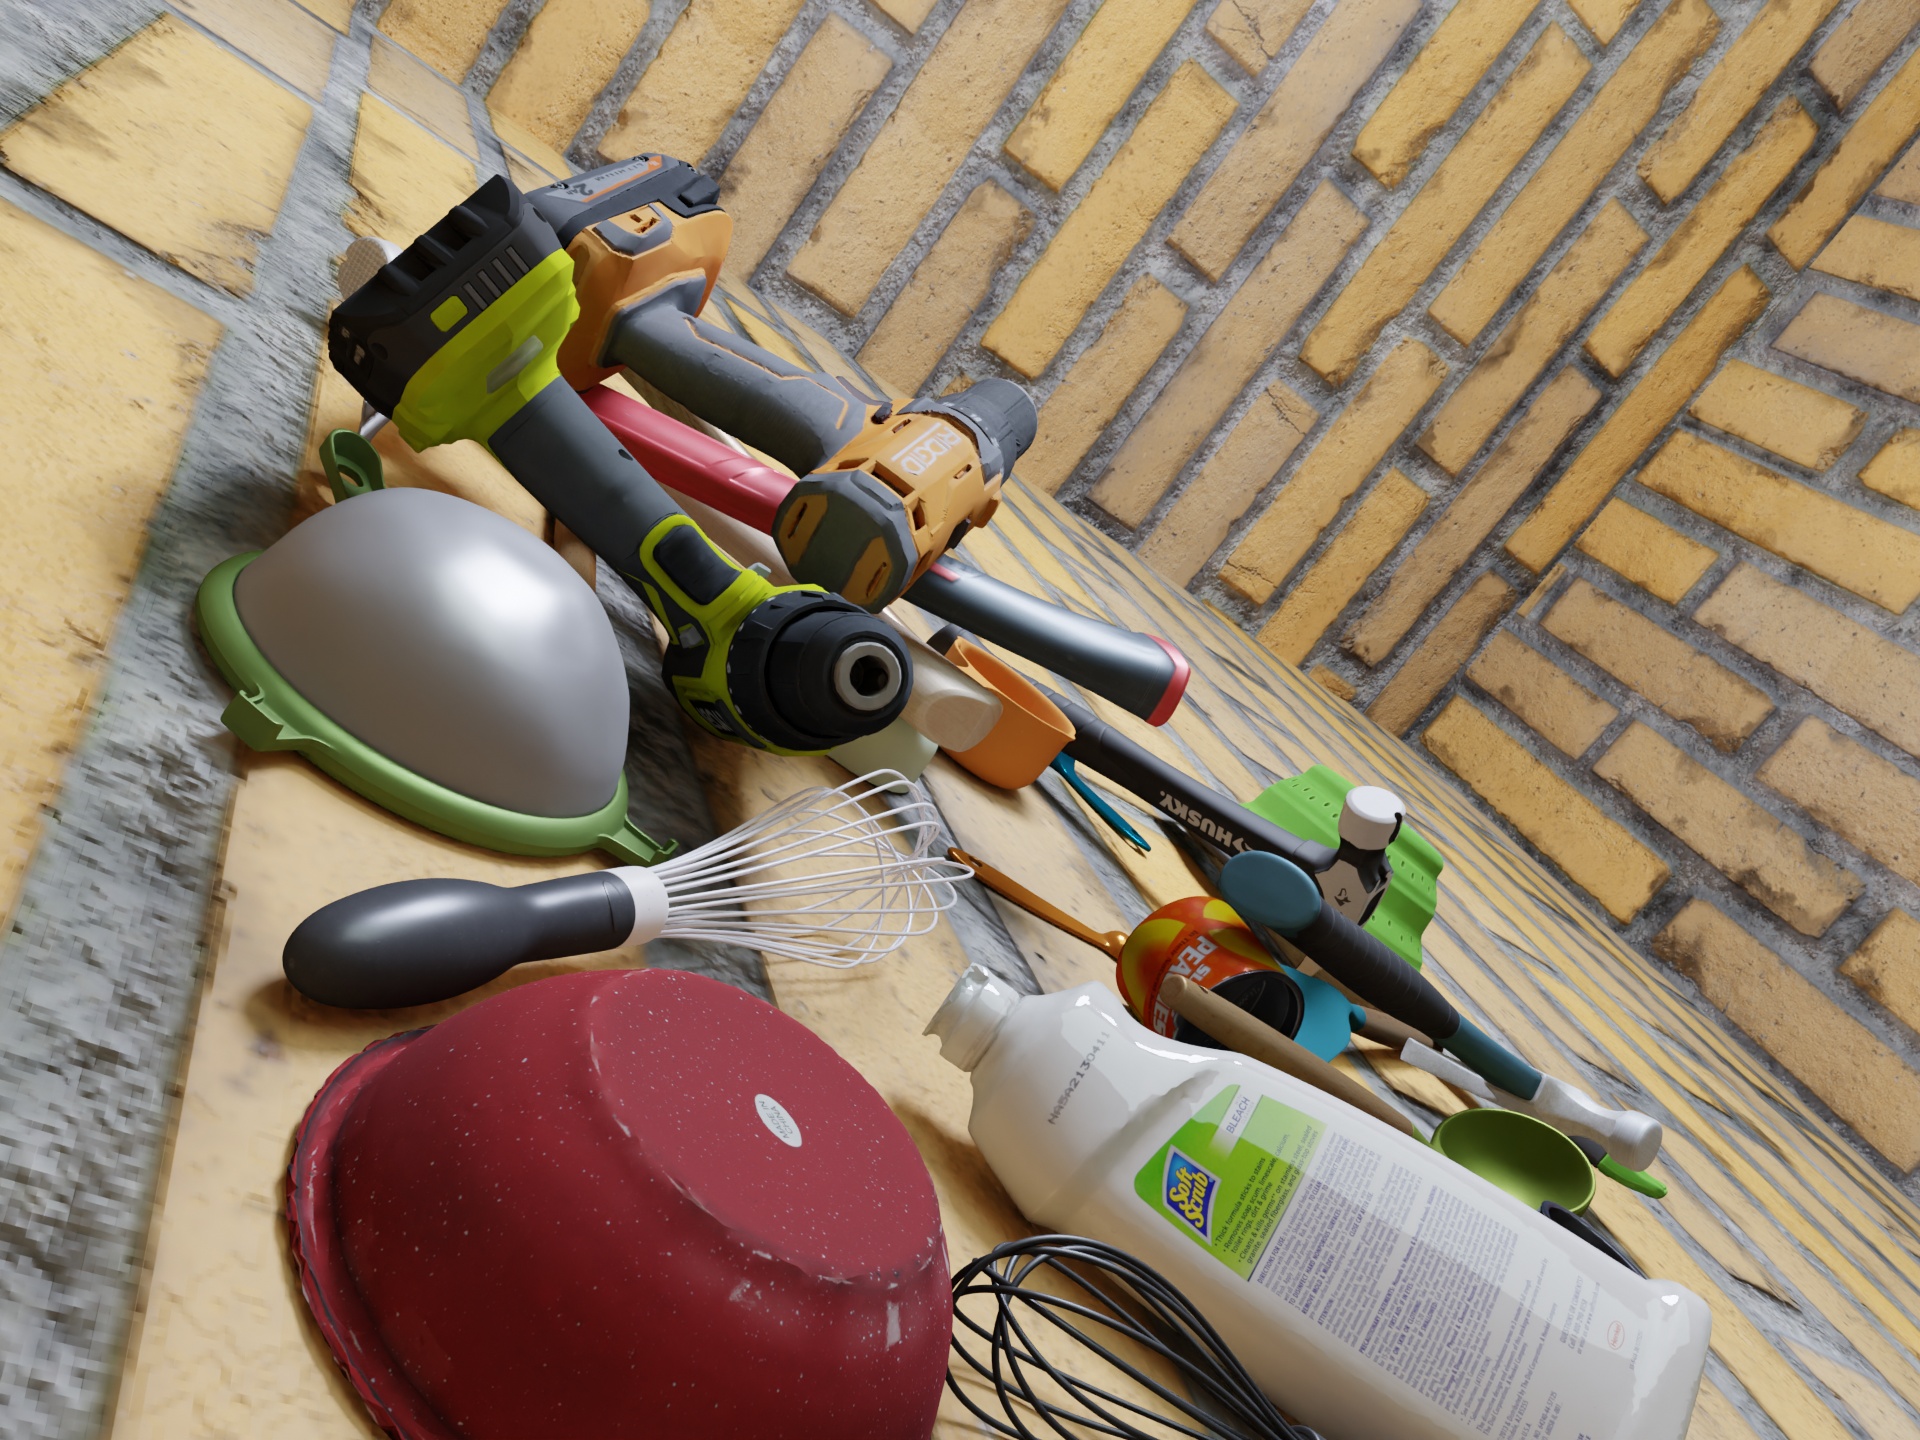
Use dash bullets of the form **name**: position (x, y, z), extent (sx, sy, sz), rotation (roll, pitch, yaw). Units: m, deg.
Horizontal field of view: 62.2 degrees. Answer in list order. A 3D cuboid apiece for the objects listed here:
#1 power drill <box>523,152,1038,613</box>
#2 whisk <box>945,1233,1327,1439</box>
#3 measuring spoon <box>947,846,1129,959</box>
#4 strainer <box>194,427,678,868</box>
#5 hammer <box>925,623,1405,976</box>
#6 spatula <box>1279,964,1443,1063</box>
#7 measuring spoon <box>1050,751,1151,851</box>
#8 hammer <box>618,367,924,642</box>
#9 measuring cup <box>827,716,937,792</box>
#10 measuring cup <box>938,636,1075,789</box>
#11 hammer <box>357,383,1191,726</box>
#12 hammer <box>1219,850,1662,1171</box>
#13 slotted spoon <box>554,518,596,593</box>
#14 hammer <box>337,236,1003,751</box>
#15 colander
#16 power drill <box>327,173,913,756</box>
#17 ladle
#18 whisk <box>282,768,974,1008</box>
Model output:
- **power drill**: position (-0.076, -0.159, 0.719), extent (0.226, 0.084, 0.185), rotation (37, 39, 4)
- **whisk**: position (0.087, 0.203, 0.424), extent (0.238, 0.055, 0.055), rotation (38, 12, -19)
- **measuring spoon**: position (0.041, 0.087, 0.769), extent (0.116, 0.011, 0.021), rotation (32, 14, -23)
- **strainer**: position (-0.180, -0.058, 0.550), extent (0.151, 0.069, 0.257), rotation (26, 19, -42)
- **hammer**: position (0.101, 0.032, 0.952), extent (0.335, 0.146, 0.035), rotation (32, 43, 30)
- **spatula**: position (0.225, 0.181, 0.918), extent (0.082, 0.044, 0.317), rotation (46, 11, 33)
- **measuring spoon**: position (0.087, 0.039, 1.036), extent (0.042, 0.021, 0.129), rotation (21, 20, -52)
- **hammer**: position (-0.135, -0.146, 0.947), extent (0.331, 0.130, 0.031), rotation (48, 47, 2)
- **measuring cup**: position (-0.077, -0.031, 0.802), extent (0.168, 0.038, 0.083), rotation (43, 14, 13)
- **measuring cup**: position (-0.001, -0.003, 0.880), extent (0.095, 0.052, 0.173), rotation (43, 15, 22)
- **hammer**: position (-0.075, -0.085, 0.729), extent (0.386, 0.038, 0.143), rotation (26, 39, -3)
- **hammer**: position (0.230, 0.143, 0.787), extent (0.330, 0.033, 0.128), rotation (36, -11, -40)
- **slotted spoon**: position (-0.188, -0.102, 0.785), extent (0.070, 0.031, 0.314), rotation (26, 18, -23)
- **hammer**: position (-0.137, -0.121, 0.819), extent (0.411, 0.038, 0.146), rotation (39, 18, 18)
- **colander**: position (0.310, 0.142, 1.041), extent (0.397, 0.094, 0.204), rotation (42, 7, 32)
- **power drill**: position (-0.115, -0.076, 0.578), extent (0.228, 0.080, 0.191), rotation (48, -14, -16)
- **ladle**: position (0.193, 0.169, 0.718), extent (0.319, 0.062, 0.078), rotation (35, 6, -37)
- **whisk**: position (-0.080, 0.051, 0.476), extent (0.070, 0.070, 0.284), rotation (43, 18, 22)
